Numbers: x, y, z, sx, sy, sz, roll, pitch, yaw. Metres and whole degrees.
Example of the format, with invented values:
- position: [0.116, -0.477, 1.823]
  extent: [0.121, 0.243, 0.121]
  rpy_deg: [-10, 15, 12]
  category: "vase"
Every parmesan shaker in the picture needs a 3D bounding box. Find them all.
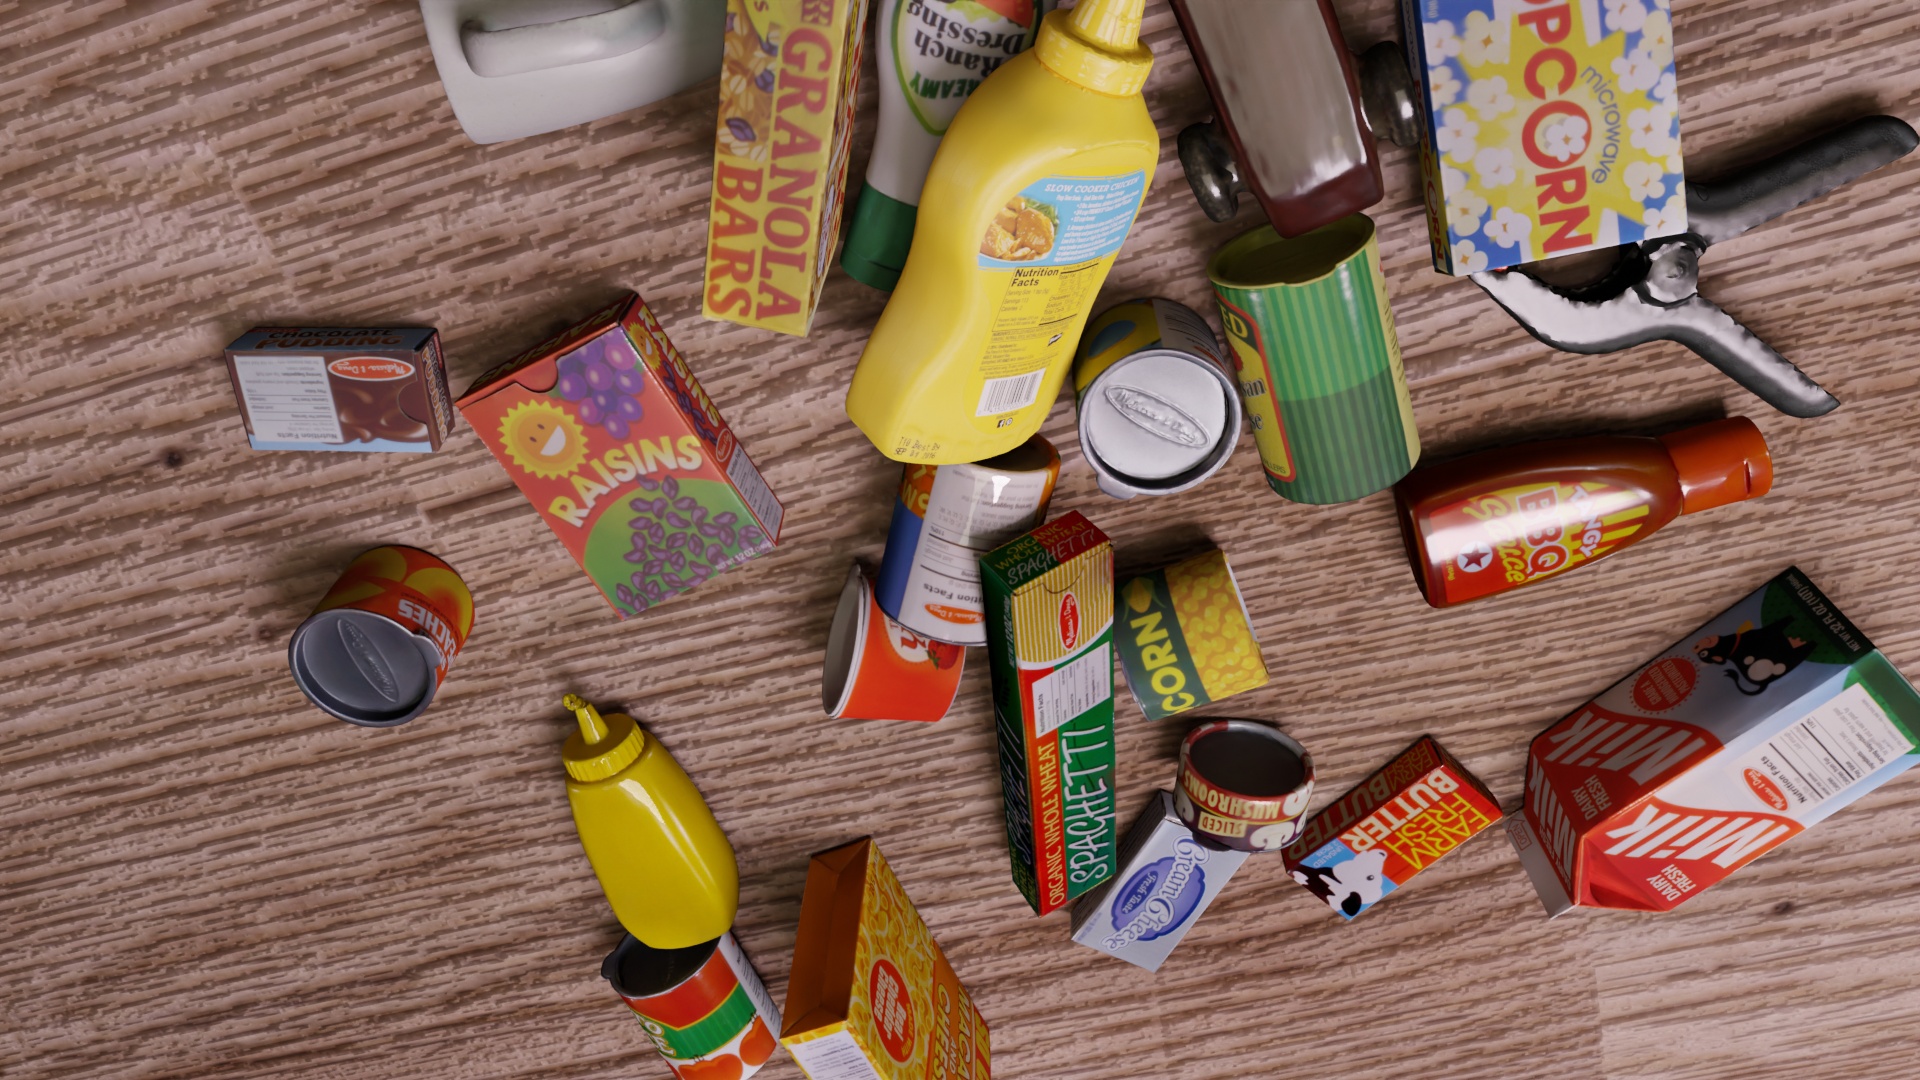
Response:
- position: [0.146, -0.072, 0.566]
  extent: [0.071, 0.071, 0.102]
  rpy_deg: [-16, 119, 11]
  category: "parmesan shaker"

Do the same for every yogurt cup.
- position: [-0.031, 0.053, 0.649]
  extent: [0.054, 0.073, 0.072]
  rpy_deg: [12, 120, -15]
  category: "yogurt cup"

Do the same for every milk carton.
- position: [0.351, 0.108, 0.667]
  extent: [0.073, 0.073, 0.190]
  rpy_deg: [40, 112, -20]
  category: "milk carton"

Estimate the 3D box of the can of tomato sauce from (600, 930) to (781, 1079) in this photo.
- position: [-0.146, 0.252, 0.763]
  extent: [0.071, 0.071, 0.082]
  rpy_deg: [-17, 119, 11]
  category: "can of tomato sauce"

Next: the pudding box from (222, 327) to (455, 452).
- position: [-0.268, -0.065, 0.603]
  extent: [0.084, 0.030, 0.049]
  rpy_deg: [0, 119, 1]
  category: "pudding box"

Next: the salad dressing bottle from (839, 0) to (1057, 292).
- position: [-0.009, -0.167, 0.530]
  extent: [0.064, 0.044, 0.147]
  rpy_deg: [14, 120, -12]
  category: "salad dressing bottle"

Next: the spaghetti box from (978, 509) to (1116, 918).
- position: [0.044, 0.091, 0.645]
  extent: [0.050, 0.029, 0.248]
  rpy_deg: [-26, 137, -19]
  category: "spaghetti box"

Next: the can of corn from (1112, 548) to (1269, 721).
- position: [0.103, 0.044, 0.635]
  extent: [0.058, 0.071, 0.071]
  rpy_deg: [-20, 118, 12]
  category: "can of corn"

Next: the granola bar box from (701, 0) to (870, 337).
- position: [-0.056, -0.171, 0.482]
  extent: [0.039, 0.125, 0.164]
  rpy_deg: [9, 120, -4]
  category: "granola bar box"

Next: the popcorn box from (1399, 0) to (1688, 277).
- position: [0.213, -0.167, 0.511]
  extent: [0.085, 0.038, 0.126]
  rpy_deg: [-10, 104, 8]
  category: "popcorn box"

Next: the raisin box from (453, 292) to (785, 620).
- position: [-0.147, -0.035, 0.613]
  extent: [0.086, 0.040, 0.123]
  rpy_deg: [-24, 116, 15]
  category: "raisin box"

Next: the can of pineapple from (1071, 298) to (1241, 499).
- position: [0.079, -0.060, 0.583]
  extent: [0.071, 0.058, 0.070]
  rpy_deg: [1, 120, 1]
  category: "can of pineapple"

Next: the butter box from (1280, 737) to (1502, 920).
- position: [0.223, 0.151, 0.722]
  extent: [0.053, 0.024, 0.103]
  rpy_deg: [38, 114, -19]
  category: "butter box"

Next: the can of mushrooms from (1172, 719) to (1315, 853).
- position: [0.138, 0.120, 0.679]
  extent: [0.071, 0.071, 0.033]
  rpy_deg: [4, 119, -1]
  category: "can of mushrooms"

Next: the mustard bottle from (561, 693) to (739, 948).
- position: [-0.164, 0.138, 0.708]
  extent: [0.065, 0.049, 0.159]
  rpy_deg: [-13, 119, 9]
  category: "mustard bottle"

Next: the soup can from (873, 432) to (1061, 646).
- position: [0.002, -0.008, 0.610]
  extent: [0.071, 0.071, 0.083]
  rpy_deg: [12, 115, -6]
  category: "soup can"

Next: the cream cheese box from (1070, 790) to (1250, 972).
- position: [0.105, 0.184, 0.743]
  extent: [0.053, 0.024, 0.103]
  rpy_deg: [23, 118, -13]
  category: "cream cheese box"

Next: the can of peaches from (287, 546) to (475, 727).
- position: [-0.267, 0.044, 0.651]
  extent: [0.071, 0.058, 0.071]
  rpy_deg: [0, 120, 1]
  category: "can of peaches"

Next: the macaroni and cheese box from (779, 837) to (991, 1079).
- position: [-0.033, 0.261, 0.734]
  extent: [0.040, 0.124, 0.166]
  rpy_deg: [-20, 118, 14]
  category: "macaroni and cheese box"

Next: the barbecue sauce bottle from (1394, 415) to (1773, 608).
- position: [0.272, -0.018, 0.612]
  extent: [0.148, 0.044, 0.064]
  rpy_deg: [-16, 118, 10]
  category: "barbecue sauce bottle"
